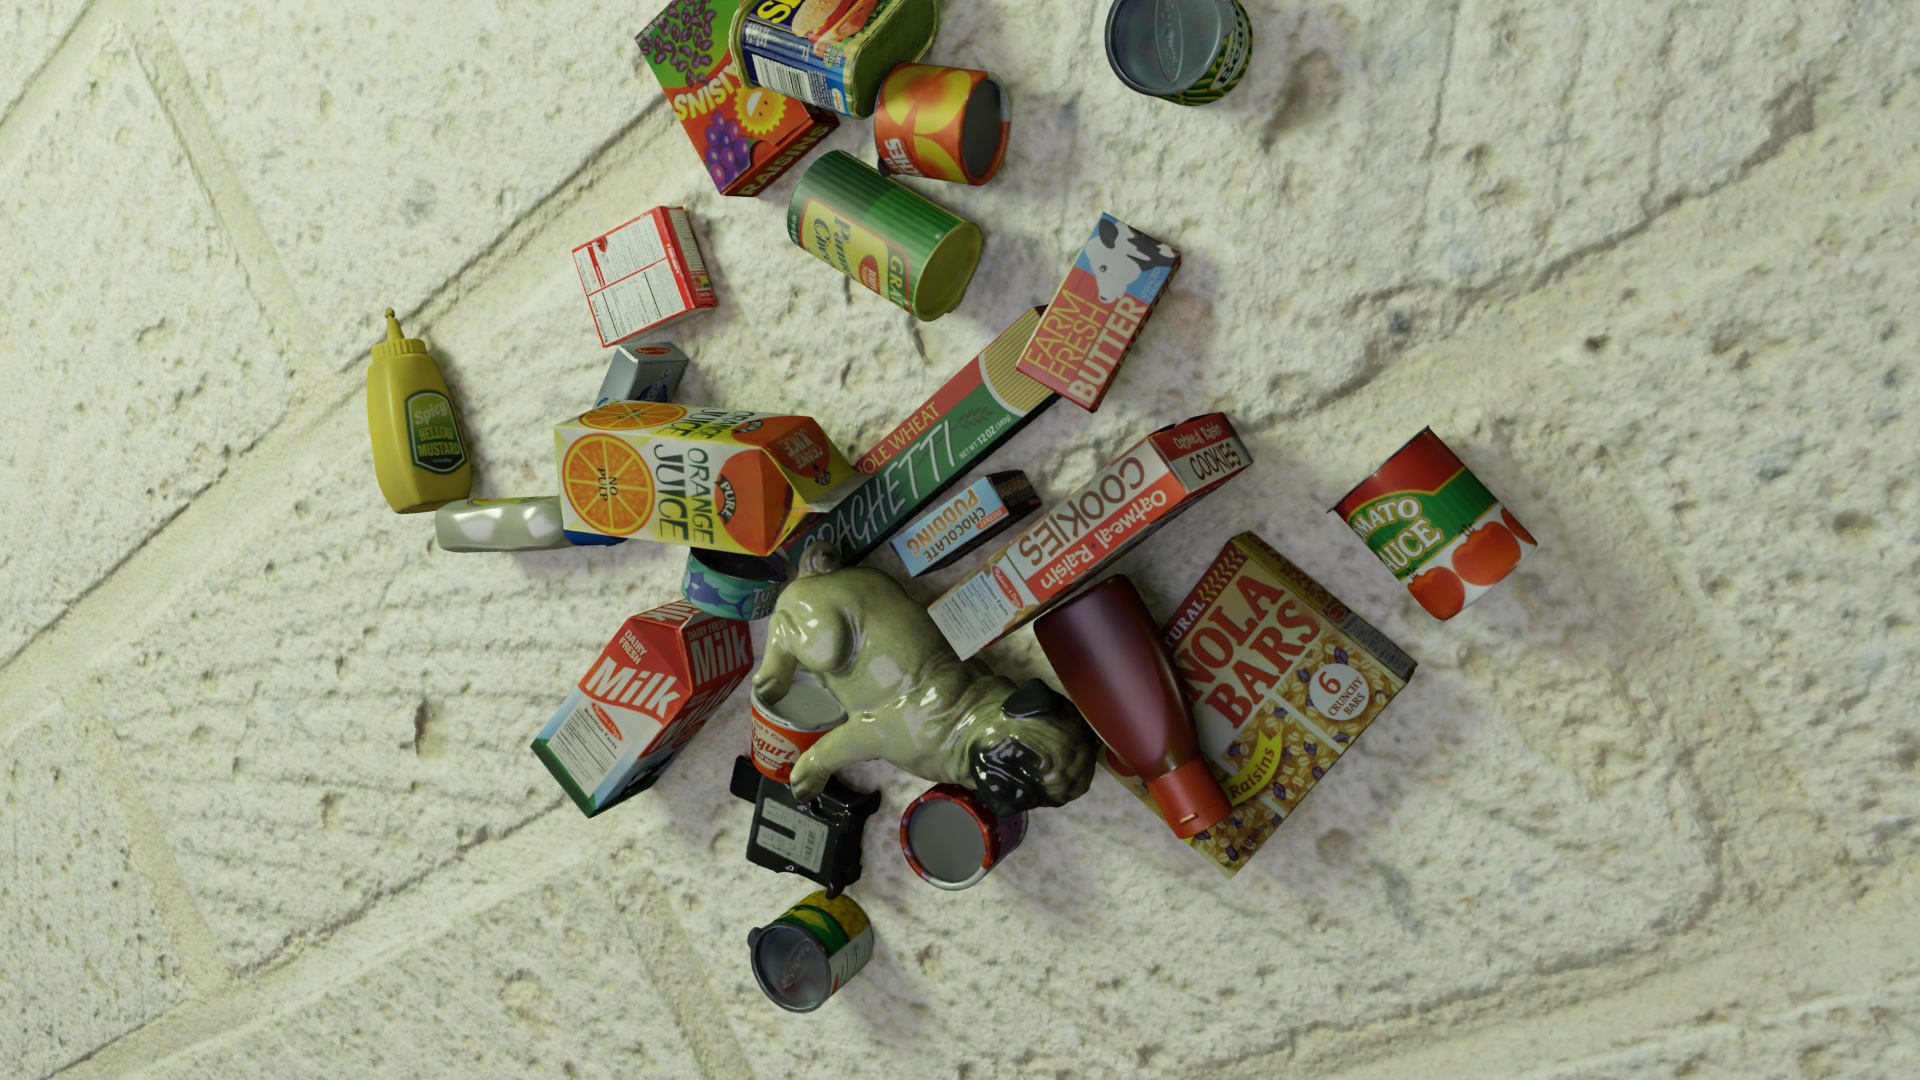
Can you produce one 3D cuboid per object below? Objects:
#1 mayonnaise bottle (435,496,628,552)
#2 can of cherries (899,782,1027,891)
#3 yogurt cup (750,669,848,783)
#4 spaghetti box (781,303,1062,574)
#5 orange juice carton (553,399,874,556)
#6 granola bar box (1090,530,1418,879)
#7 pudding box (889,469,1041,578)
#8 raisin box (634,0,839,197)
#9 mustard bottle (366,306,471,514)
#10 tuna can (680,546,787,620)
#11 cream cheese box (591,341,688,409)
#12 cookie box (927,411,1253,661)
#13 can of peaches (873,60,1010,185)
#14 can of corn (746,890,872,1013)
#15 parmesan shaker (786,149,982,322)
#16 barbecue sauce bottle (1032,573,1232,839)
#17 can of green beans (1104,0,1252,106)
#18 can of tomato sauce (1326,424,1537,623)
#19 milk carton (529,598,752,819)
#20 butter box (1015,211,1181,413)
[{"bbox_3d":[-0.311,-0.013,1.022,0.148,0.065,0.041,-2,95,24],"label":"mayonnaise bottle"},{"bbox_3d":[0.001,0.182,0.898,0.071,0.058,0.071,6,103,26],"label":"can of cherries"},{"bbox_3d":[-0.112,0.128,0.944,0.072,0.073,0.053,24,118,21],"label":"yogurt cup"},{"bbox_3d":[-0.023,-0.053,0.883,0.249,0.029,0.050,-38,81,27],"label":"spaghetti box"},{"bbox_3d":[-0.156,-0.040,0.884,0.193,0.072,0.072,7,111,20],"label":"orange juice carton"},{"bbox_3d":[0.162,0.096,0.809,0.124,0.039,0.165,41,115,16],"label":"granola bar box"},{"bbox_3d":[0.003,-0.011,0.865,0.083,0.050,0.030,-33,82,28],"label":"pudding box"},{"bbox_3d":[-0.144,-0.296,0.893,0.086,0.040,0.123,-31,86,28],"label":"raisin box"},{"bbox_3d":[-0.420,-0.102,1.060,0.048,0.065,0.160,-13,90,33],"label":"mustard bottle"},{"bbox_3d":[-0.152,0.026,0.944,0.071,0.071,0.032,26,112,21],"label":"tuna can"},{"bbox_3d":[-0.232,-0.088,0.970,0.024,0.053,0.103,38,114,18],"label":"cream cheese box"},{"bbox_3d":[0.075,-0.005,0.787,0.167,0.123,0.040,-39,82,28],"label":"cookie box"},{"bbox_3d":[-0.011,-0.243,0.817,0.058,0.071,0.071,15,106,24],"label":"can of peaches"},{"bbox_3d":[-0.105,0.285,0.973,0.071,0.058,0.071,6,103,26],"label":"can of corn"},{"bbox_3d":[-0.047,-0.185,0.851,0.103,0.071,0.071,33,113,19],"label":"parmesan shaker"},{"bbox_3d":[0.102,0.096,0.792,0.064,0.044,0.148,-32,83,26],"label":"barbecue sauce bottle"},{"bbox_3d":[0.119,-0.271,0.751,0.071,0.058,0.071,6,102,27],"label":"can of green beans"},{"bbox_3d":[0.247,-0.007,0.728,0.083,0.071,0.071,50,117,10],"label":"can of tomato sauce"},{"bbox_3d":[-0.218,0.106,0.990,0.073,0.072,0.189,48,118,12],"label":"milk carton"},{"bbox_3d":[0.079,-0.130,0.797,0.053,0.024,0.103,30,93,11],"label":"butter box"}]
